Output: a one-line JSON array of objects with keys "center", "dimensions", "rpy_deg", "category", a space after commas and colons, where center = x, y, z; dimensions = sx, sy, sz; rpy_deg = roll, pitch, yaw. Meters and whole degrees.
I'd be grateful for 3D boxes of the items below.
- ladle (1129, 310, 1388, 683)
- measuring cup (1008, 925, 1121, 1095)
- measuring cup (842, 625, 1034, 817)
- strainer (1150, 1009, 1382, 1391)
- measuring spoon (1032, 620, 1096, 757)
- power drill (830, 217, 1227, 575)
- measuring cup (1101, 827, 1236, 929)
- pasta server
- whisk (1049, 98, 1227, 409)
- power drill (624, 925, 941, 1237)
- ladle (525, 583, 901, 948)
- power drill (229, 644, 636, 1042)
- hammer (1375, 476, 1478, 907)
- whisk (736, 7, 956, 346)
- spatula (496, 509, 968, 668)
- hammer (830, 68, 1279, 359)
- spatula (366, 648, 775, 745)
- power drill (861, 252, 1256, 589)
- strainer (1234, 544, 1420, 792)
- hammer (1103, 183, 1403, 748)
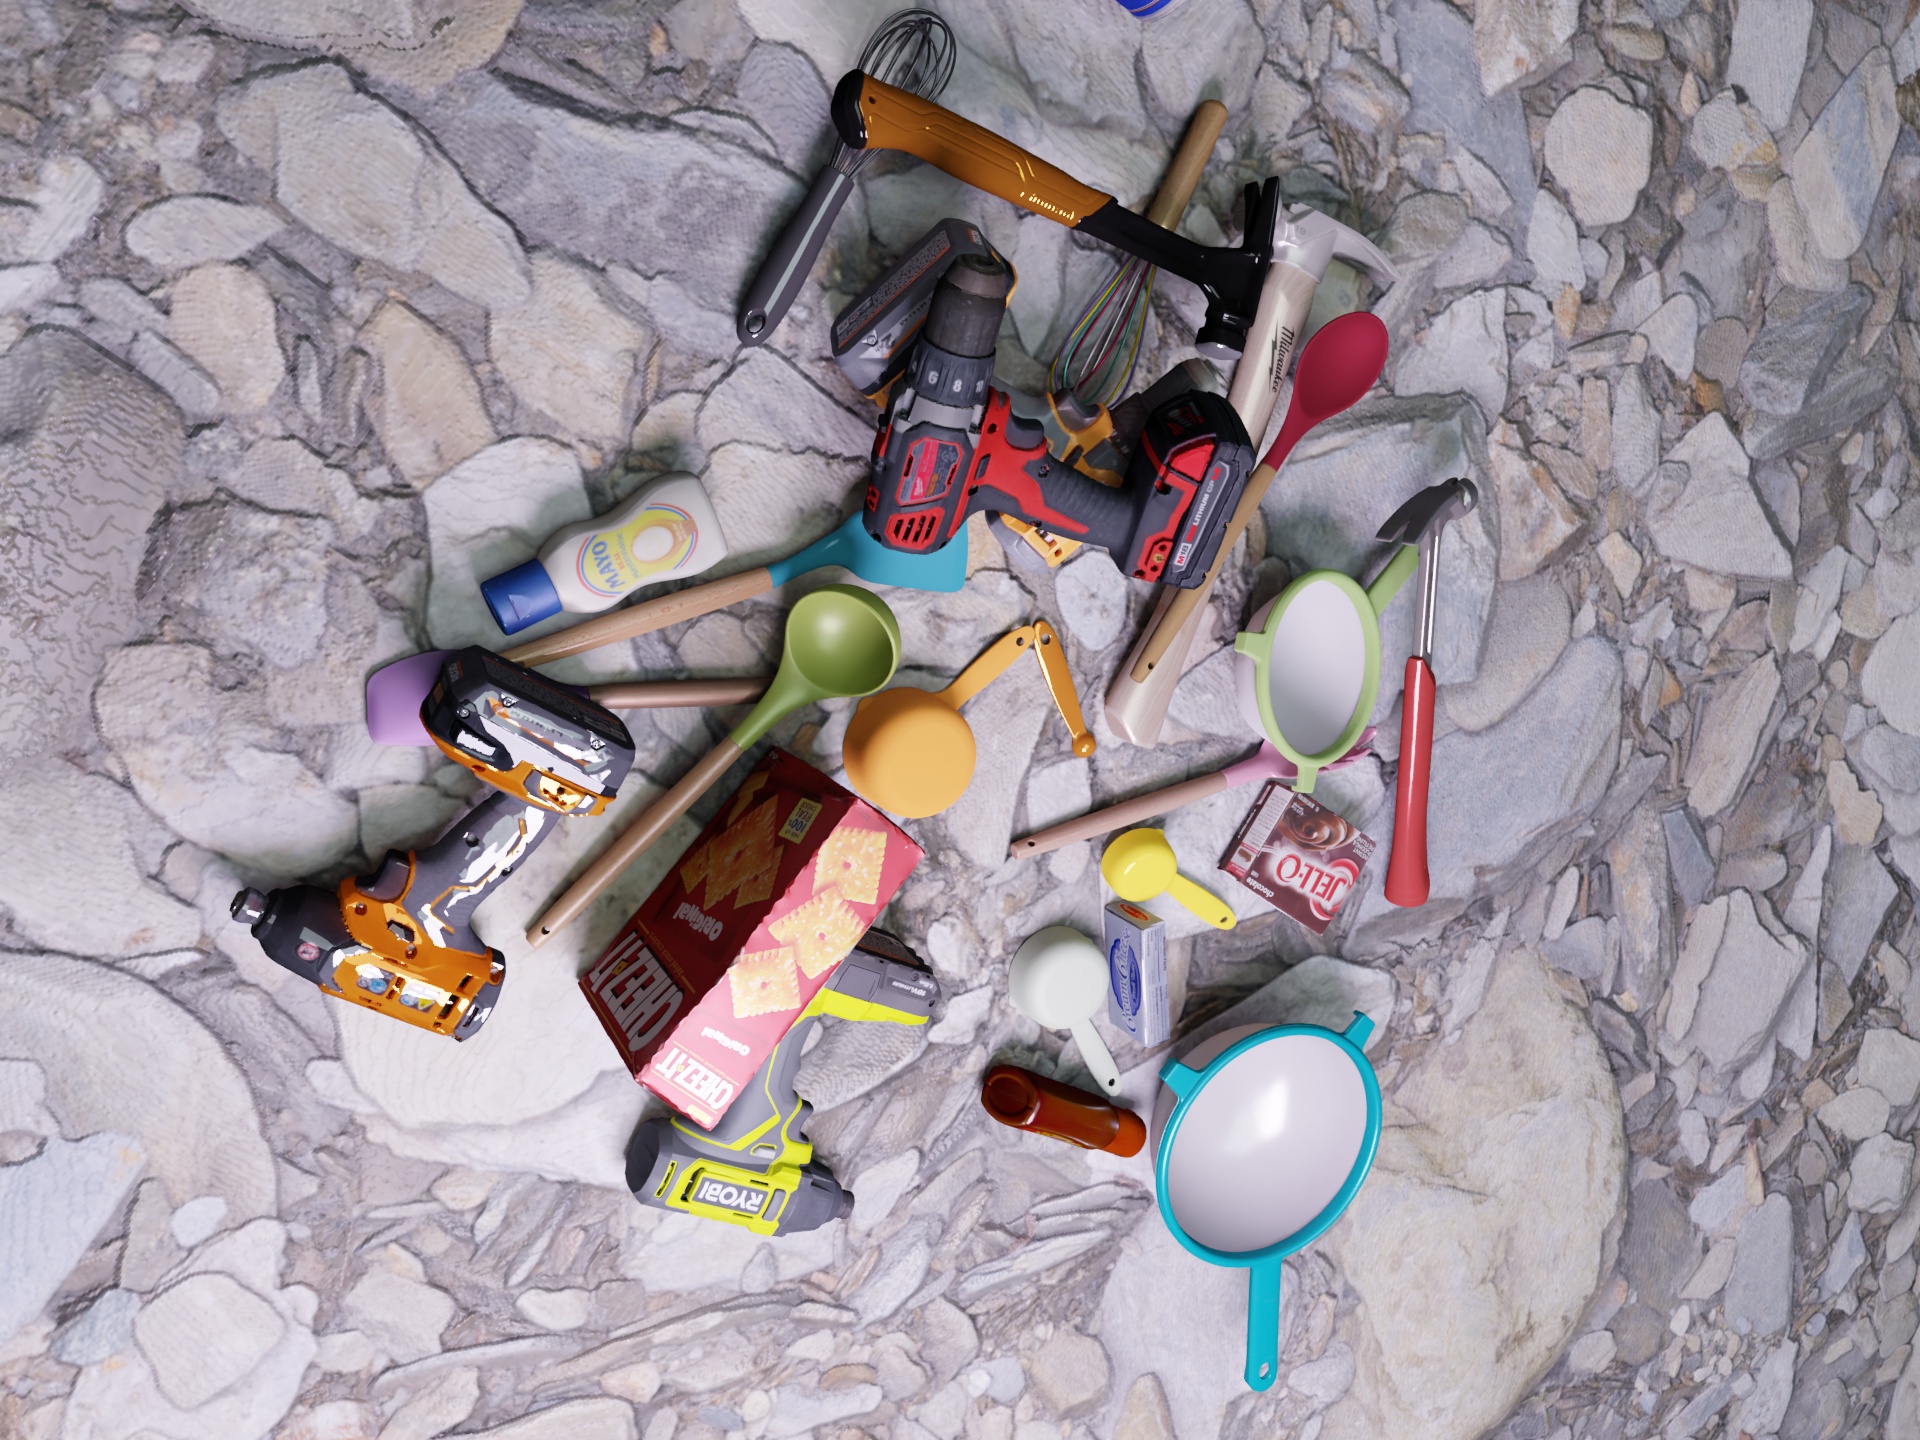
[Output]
[{"center": [0.212, -0.162, 1.160], "dimensions": [0.069, 0.031, 0.315], "rpy_deg": [33, 89, -32], "category": "ladle"}, {"center": [0.097, 0.236, 1.237], "dimensions": [0.083, 0.038, 0.167], "rpy_deg": [-34, 114, -15], "category": "measuring cup"}, {"center": [-0.002, -0.004, 1.116], "dimensions": [0.173, 0.052, 0.095], "rpy_deg": [-42, 118, -9], "category": "measuring cup"}, {"center": [0.233, 0.389, 1.318], "dimensions": [0.211, 0.095, 0.340], "rpy_deg": [-9, 109, -22], "category": "strainer"}, {"center": [0.078, -0.022, 1.176], "dimensions": [0.021, 0.011, 0.116], "rpy_deg": [-30, 115, -17], "category": "measuring spoon"}, {"center": [0.050, -0.221, 1.041], "dimensions": [0.185, 0.084, 0.226], "rpy_deg": [-38, 122, 18], "category": "power drill"}, {"center": [0.173, 0.136, 1.250], "dimensions": [0.156, 0.029, 0.062], "rpy_deg": [34, 105, -33], "category": "measuring cup"}, {"center": [0.183, 0.051, 1.234], "dimensions": [0.316, 0.060, 0.040], "rpy_deg": [-17, 155, -20], "category": "pasta server"}, {"center": [0.124, -0.323, 1.107], "dimensions": [0.051, 0.047, 0.245], "rpy_deg": [28, 85, -39], "category": "whisk"}, {"center": [-0.113, 0.252, 1.118], "dimensions": [0.171, 0.080, 0.223], "rpy_deg": [24, 95, -30], "category": "power drill"}, {"center": [-0.164, 0.034, 1.028], "dimensions": [0.320, 0.062, 0.078], "rpy_deg": [-44, 97, -1], "category": "ladle"}, {"center": [-0.316, 0.073, 0.955], "dimensions": [0.164, 0.084, 0.226], "rpy_deg": [29, 98, -30], "category": "power drill"}, {"center": [0.364, -0.006, 1.275], "dimensions": [0.149, 0.037, 0.358], "rpy_deg": [-34, 129, -48], "category": "hammer"}, {"center": [-0.075, -0.339, 0.999], "dimensions": [0.055, 0.055, 0.239], "rpy_deg": [29, 94, -30], "category": "whisk"}, {"center": [-0.143, -0.080, 1.027], "dimensions": [0.317, 0.044, 0.082], "rpy_deg": [-21, 136, -21], "category": "spatula"}, {"center": [0.069, -0.344, 1.025], "dimensions": [0.336, 0.034, 0.127], "rpy_deg": [13, 90, -32], "category": "hammer"}, {"center": [-0.215, -0.018, 1.025], "dimensions": [0.315, 0.018, 0.059], "rpy_deg": [-2, 100, -26], "category": "spatula"}, {"center": [0.063, -0.179, 0.984], "dimensions": [0.226, 0.080, 0.187], "rpy_deg": [8, 125, -15], "category": "power drill"}, {"center": [0.286, -0.075, 1.249], "dimensions": [0.256, 0.069, 0.151], "rpy_deg": [-46, 123, -30], "category": "strainer"}, {"center": [0.205, -0.174, 1.188], "dimensions": [0.146, 0.038, 0.410], "rpy_deg": [16, 96, -31], "category": "hammer"}]
